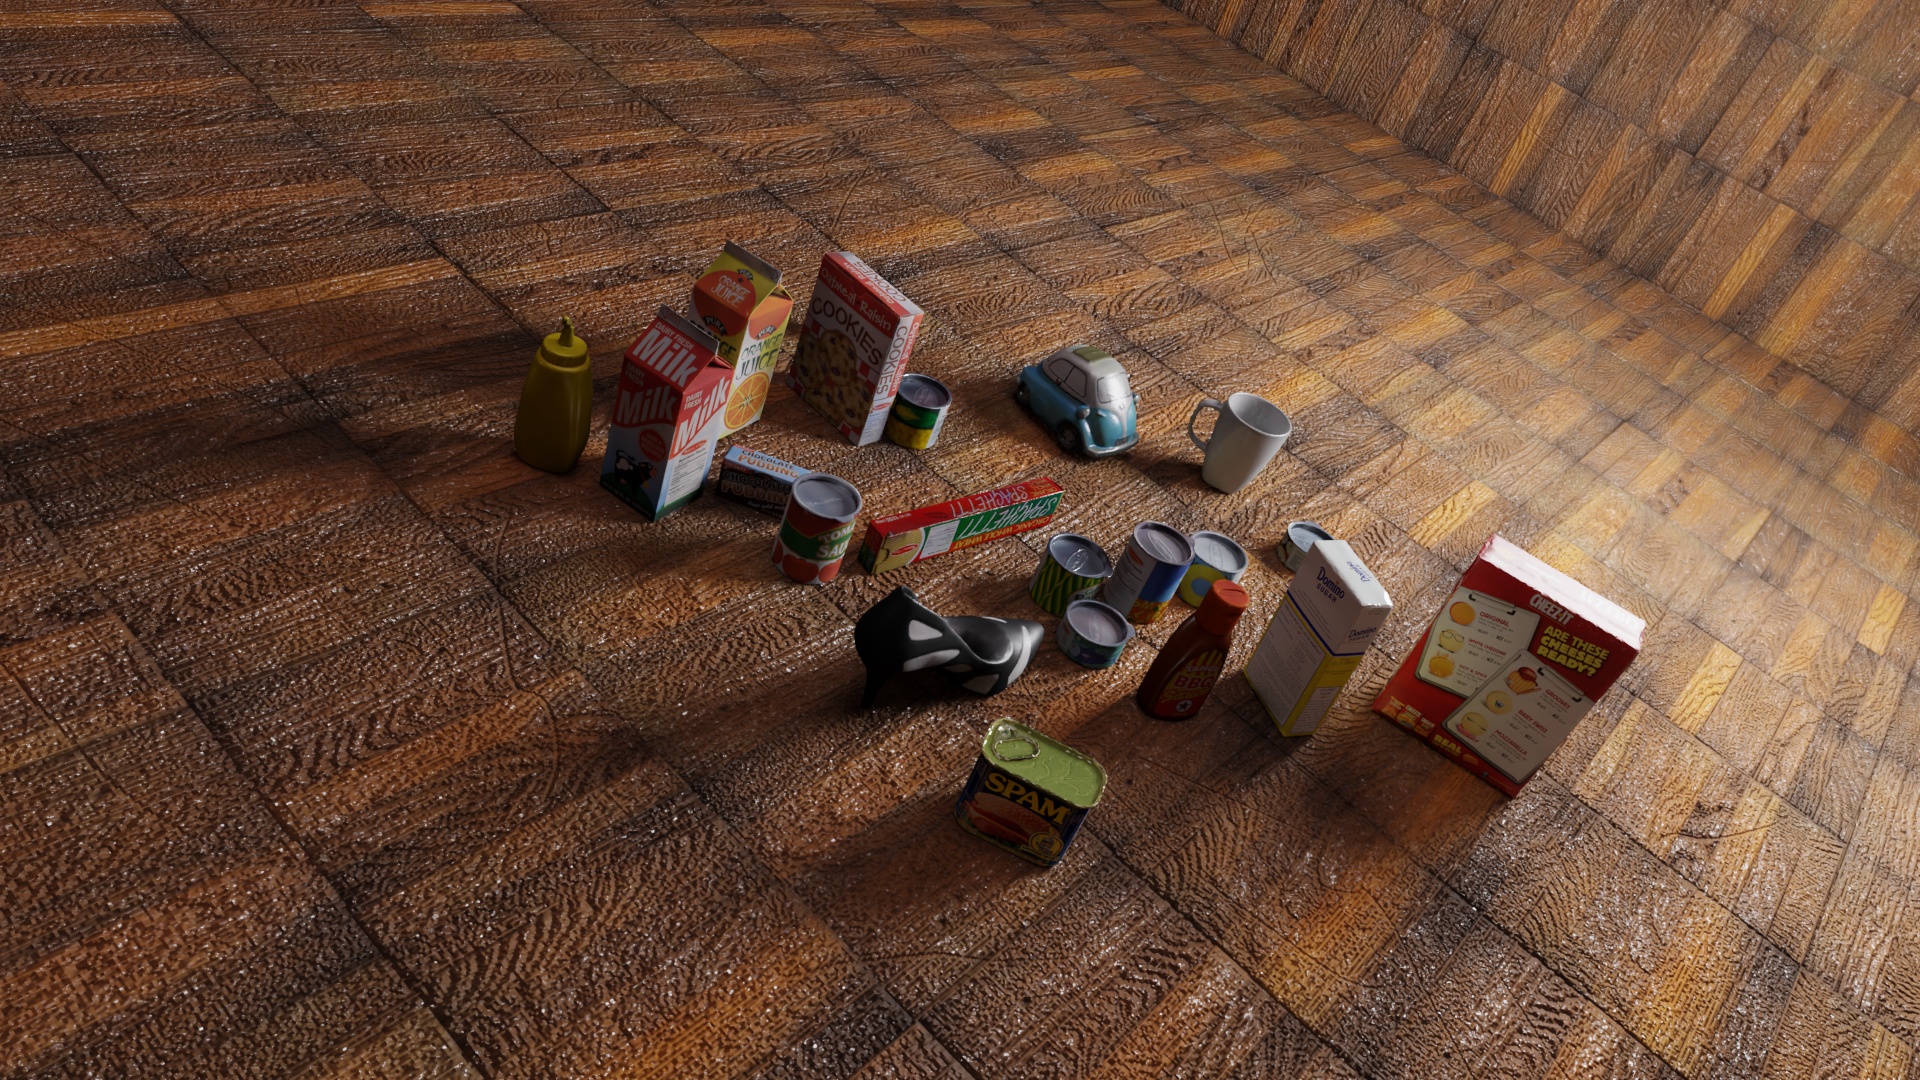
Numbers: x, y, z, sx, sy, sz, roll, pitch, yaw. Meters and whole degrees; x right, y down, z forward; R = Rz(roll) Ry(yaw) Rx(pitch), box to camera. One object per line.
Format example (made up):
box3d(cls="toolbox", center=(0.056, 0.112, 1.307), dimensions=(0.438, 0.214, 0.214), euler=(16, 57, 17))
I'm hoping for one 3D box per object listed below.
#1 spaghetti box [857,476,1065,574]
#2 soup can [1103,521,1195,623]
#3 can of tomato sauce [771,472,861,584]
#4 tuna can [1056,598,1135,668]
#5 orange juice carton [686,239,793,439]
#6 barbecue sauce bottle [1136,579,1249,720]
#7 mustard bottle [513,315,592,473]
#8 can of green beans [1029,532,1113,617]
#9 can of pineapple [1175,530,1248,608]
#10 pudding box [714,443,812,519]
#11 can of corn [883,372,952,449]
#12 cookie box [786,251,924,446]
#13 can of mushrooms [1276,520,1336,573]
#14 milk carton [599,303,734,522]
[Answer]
box3d(cls="spaghetti box", center=(0.005, -0.018, 1.399), dimensions=(0.251, 0.050, 0.029), euler=(-16, 50, -41))
box3d(cls="soup can", center=(0.192, 0.033, 1.405), dimensions=(0.071, 0.083, 0.072), euler=(15, 36, -11))
box3d(cls="can of tomato sauce", center=(-0.133, -0.009, 1.287), dimensions=(0.071, 0.082, 0.071), euler=(15, 36, -11))
box3d(cls="tuna can", center=(0.130, 0.091, 1.340), dimensions=(0.071, 0.032, 0.071), euler=(15, 36, -11))
box3d(cls="orange juice carton", center=(-0.228, -0.203, 1.393), dimensions=(0.072, 0.191, 0.073), euler=(34, 37, 16))
box3d(cls="barbecue sauce bottle", center=(0.217, 0.101, 1.275), dimensions=(0.065, 0.147, 0.044), euler=(3, 40, -25))
box3d(cls="mustard bottle", center=(-0.365, -0.137, 1.262), dimensions=(0.065, 0.159, 0.049), euler=(20, 36, -3))
box3d(cls="can of green beans", center=(0.108, 0.035, 1.379), dimensions=(0.071, 0.057, 0.071), euler=(15, 36, -11))
box3d(cls="can of pineapple", center=(0.260, 0.031, 1.465), dimensions=(0.071, 0.057, 0.071), euler=(15, 36, -11))
box3d(cls="pudding box", center=(-0.191, -0.056, 1.345), dimensions=(0.084, 0.049, 0.030), euler=(21, 36, -3))
box3d(cls="can of corn", center=(-0.052, -0.143, 1.523), dimensions=(0.071, 0.058, 0.071), euler=(15, 36, -11))
box3d(cls="cookie box", center=(-0.115, -0.203, 1.475), dimensions=(0.123, 0.166, 0.040), euler=(42, 40, 25))
box3d(cls="can of mushrooms", center=(0.397, 0.010, 1.586), dimensions=(0.071, 0.033, 0.071), euler=(15, 36, -11))
box3d(cls="milk carton", center=(-0.265, -0.119, 1.266), dimensions=(0.072, 0.189, 0.074), euler=(34, 37, 15))
